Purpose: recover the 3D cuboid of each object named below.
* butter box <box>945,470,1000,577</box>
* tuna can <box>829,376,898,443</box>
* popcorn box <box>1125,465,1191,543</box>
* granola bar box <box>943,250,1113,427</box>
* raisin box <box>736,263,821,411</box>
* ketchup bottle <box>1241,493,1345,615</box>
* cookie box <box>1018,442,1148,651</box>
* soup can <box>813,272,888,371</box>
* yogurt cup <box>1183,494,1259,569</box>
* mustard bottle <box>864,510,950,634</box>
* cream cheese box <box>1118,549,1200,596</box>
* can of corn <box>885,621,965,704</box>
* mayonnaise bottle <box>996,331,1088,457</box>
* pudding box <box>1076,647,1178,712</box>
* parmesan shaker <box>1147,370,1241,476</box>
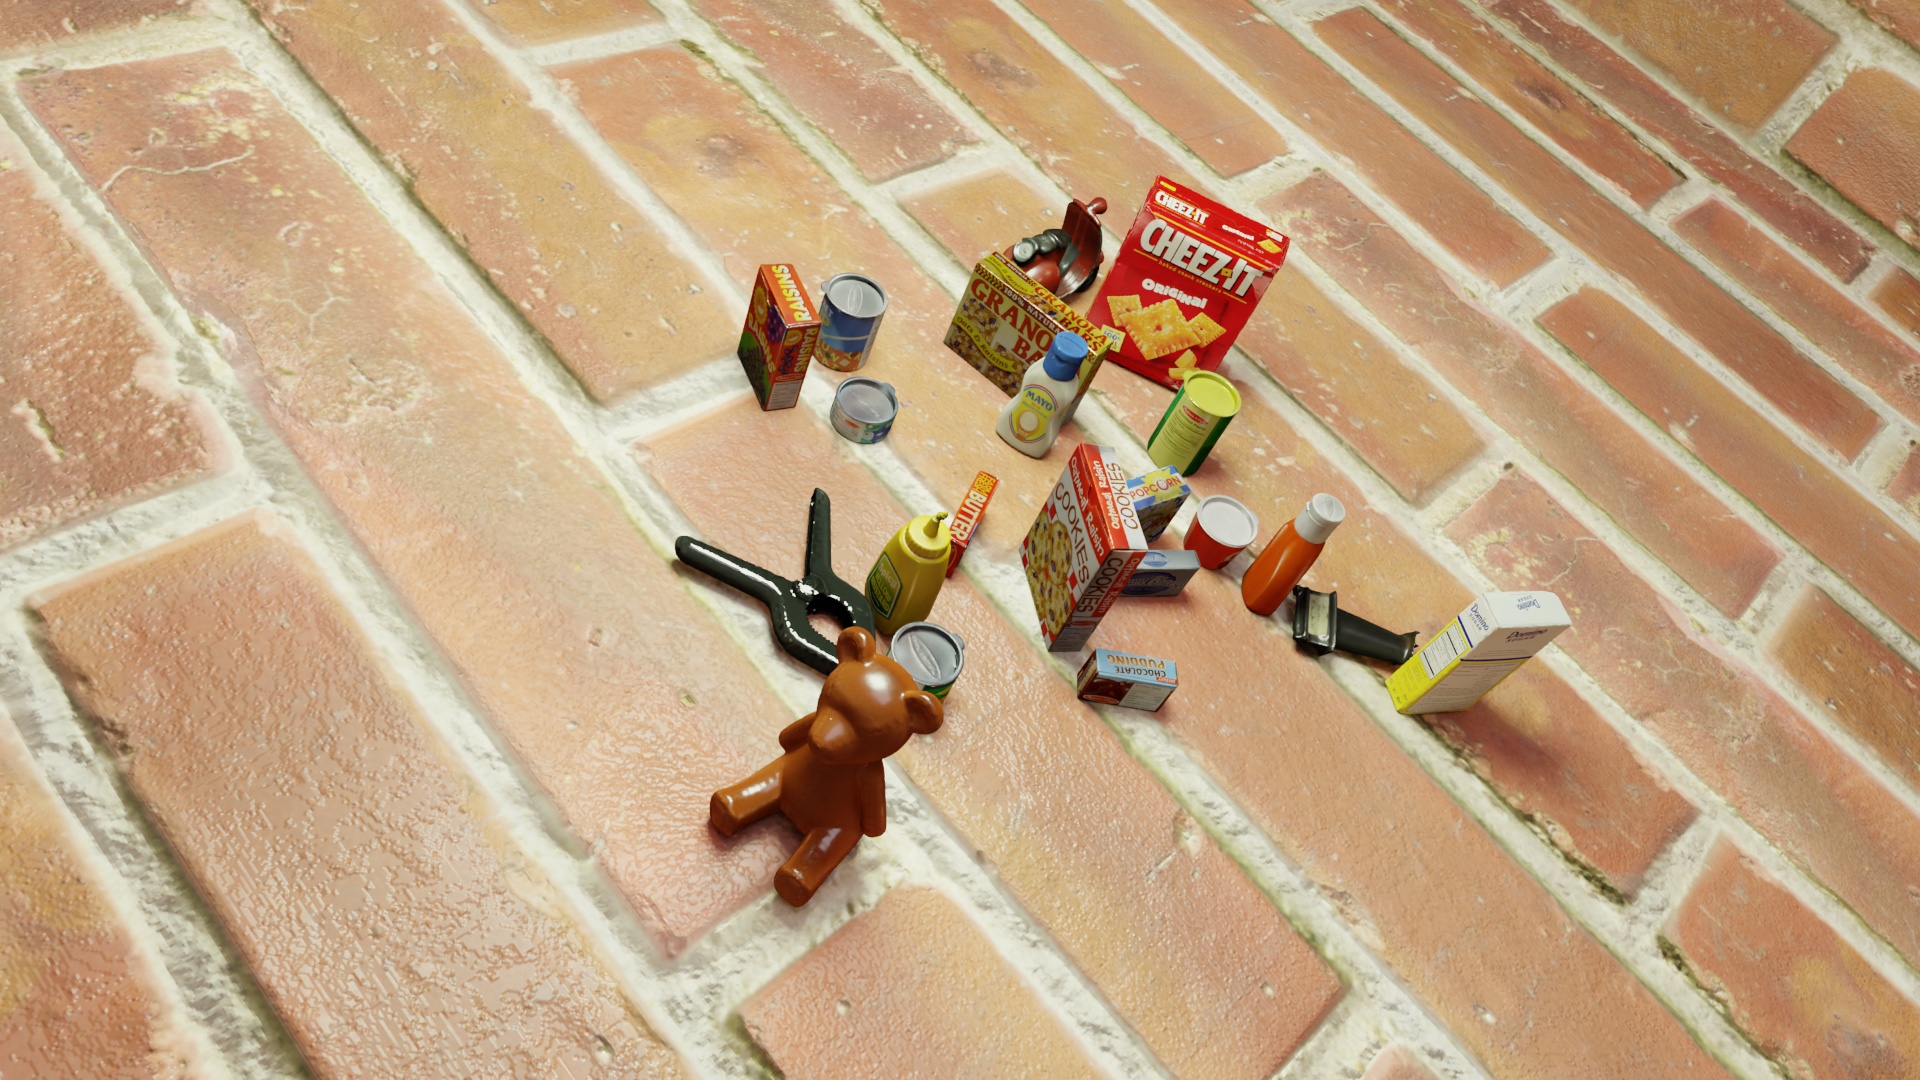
[{"bbox_3d":[0.005,-0.017,1.360,0.024,0.052,0.104,27,48,0],"label":"butter box"},{"bbox_3d":[-0.098,-0.135,1.427,0.071,0.032,0.071,11,50,-14],"label":"tuna can"},{"bbox_3d":[0.163,-0.023,1.408,0.127,0.084,0.038,-18,62,-33],"label":"popcorn box"},{"bbox_3d":[0.071,-0.215,1.500,0.166,0.123,0.039,40,49,12],"label":"granola bar box"},{"bbox_3d":[-0.183,-0.202,1.386,0.040,0.122,0.086,-9,57,-28],"label":"raisin box"},{"bbox_3d":[0.337,0.011,1.409,0.043,0.148,0.065,20,48,-6],"label":"ketchup bottle"},{"bbox_3d":[0.111,0.008,1.306,0.040,0.166,0.123,2,53,-21],"label":"cookie box"},{"bbox_3d":[-0.121,-0.230,1.460,0.071,0.083,0.072,11,50,-14],"label":"soup can"},{"bbox_3d":[0.270,-0.006,1.459,0.072,0.053,0.073,11,50,-14],"label":"yogurt cup"},{"bbox_3d":[-0.042,0.021,1.238,0.049,0.159,0.065,-13,59,-31],"label":"mustard bottle"},{"bbox_3d":[0.183,0.033,1.392,0.104,0.053,0.024,1,53,-22],"label":"cream cheese box"},{"bbox_3d":[-0.035,0.114,1.233,0.071,0.058,0.071,11,50,-14],"label":"can of corn"},{"bbox_3d":[0.088,-0.153,1.440,0.065,0.147,0.041,34,48,6],"label":"mayonnaise bottle"},{"bbox_3d":[0.156,0.131,1.304,0.084,0.049,0.030,11,50,-14],"label":"pudding box"},{"bbox_3d":[0.252,-0.128,1.518,0.071,0.102,0.072,11,50,-14],"label":"parmesan shaker"}]
